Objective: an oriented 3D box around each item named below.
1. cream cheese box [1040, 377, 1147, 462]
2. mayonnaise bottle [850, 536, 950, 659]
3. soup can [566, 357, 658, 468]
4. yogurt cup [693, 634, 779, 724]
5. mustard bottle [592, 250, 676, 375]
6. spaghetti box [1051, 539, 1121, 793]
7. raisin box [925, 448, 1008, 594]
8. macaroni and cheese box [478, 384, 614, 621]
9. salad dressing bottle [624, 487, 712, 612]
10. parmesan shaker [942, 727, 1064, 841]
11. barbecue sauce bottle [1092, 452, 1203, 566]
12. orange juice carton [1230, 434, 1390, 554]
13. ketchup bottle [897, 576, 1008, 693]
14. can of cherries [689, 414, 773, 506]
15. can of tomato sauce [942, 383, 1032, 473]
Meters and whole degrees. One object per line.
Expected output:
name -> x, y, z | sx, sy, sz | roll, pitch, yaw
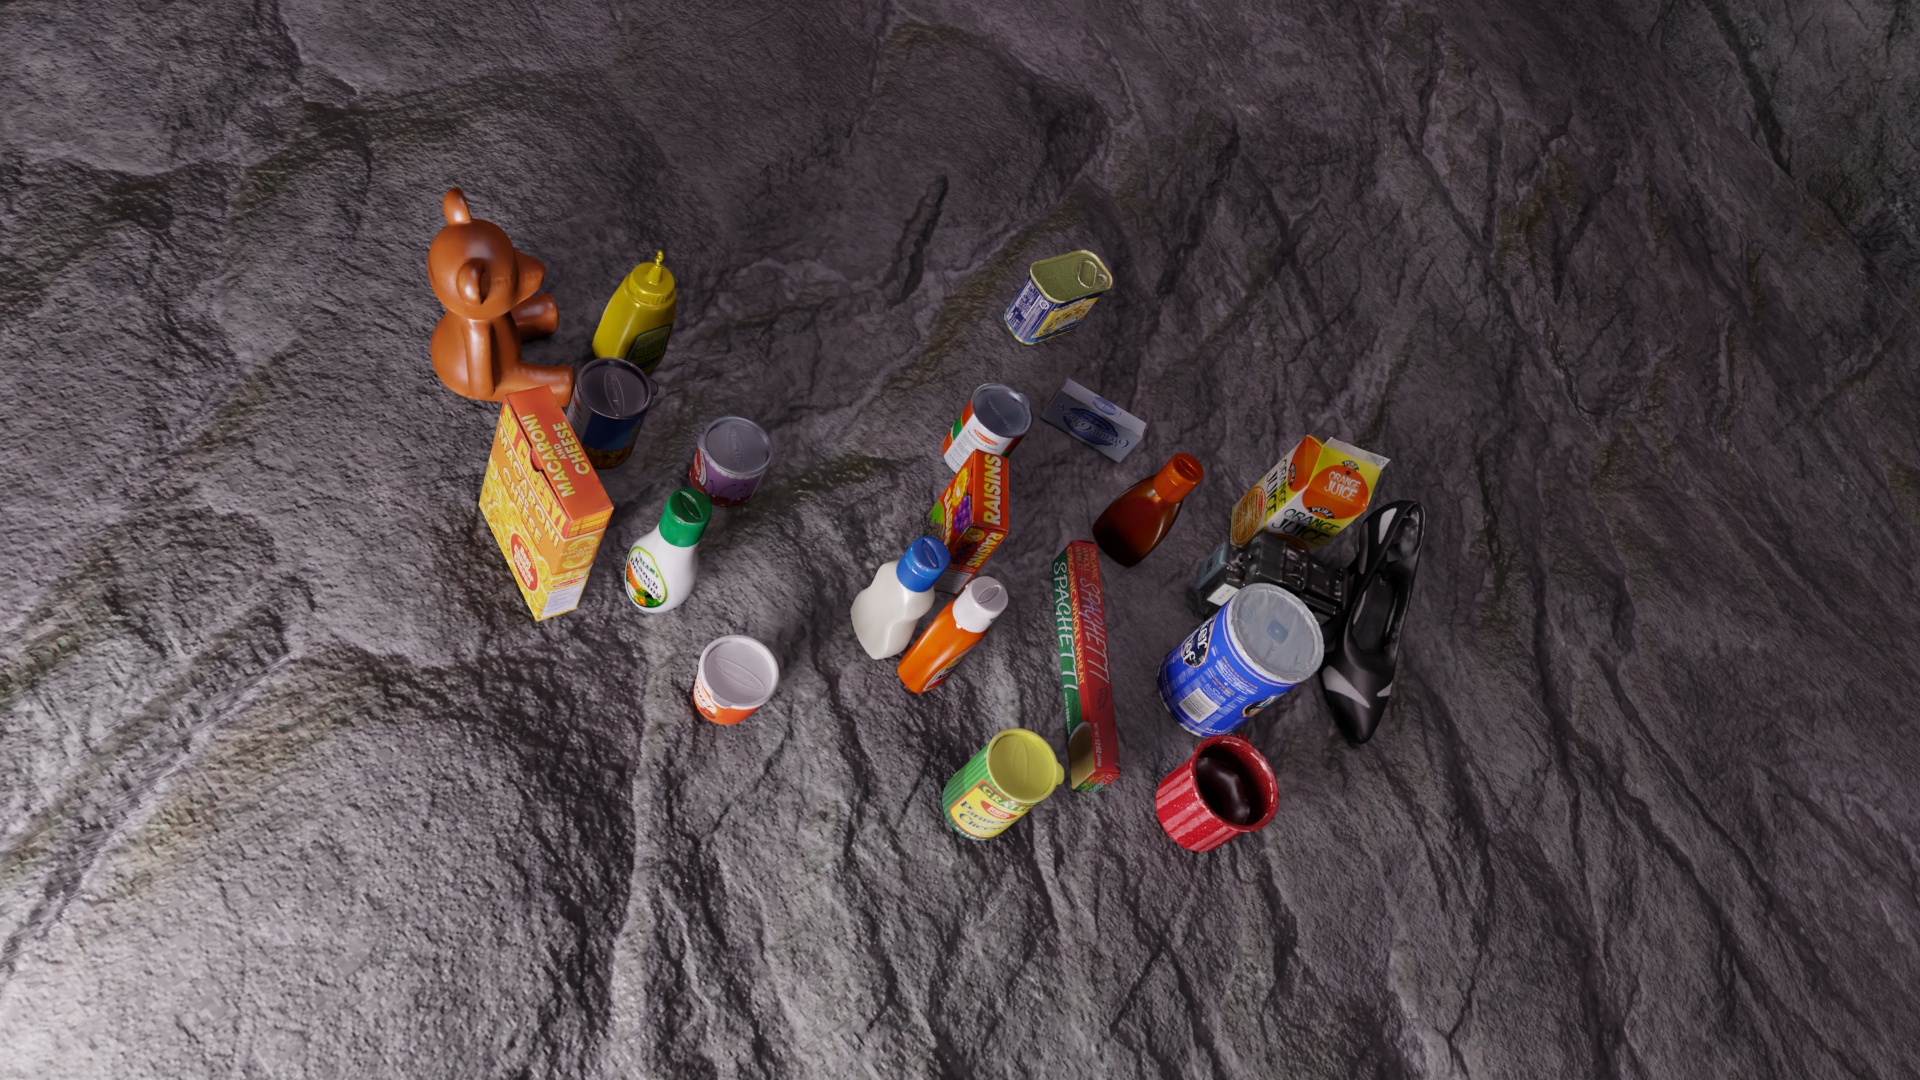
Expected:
cream cheese box -> 0.144, -0.129, 1.499 | 0.104, 0.053, 0.024 | 29, 52, -6
mayonnaise bottle -> -0.052, 0.048, 1.228 | 0.041, 0.147, 0.065 | -13, 67, -32
soup can -> -0.315, -0.113, 1.245 | 0.071, 0.083, 0.072 | 13, 55, -19
yogurt cup -> -0.193, 0.120, 1.173 | 0.072, 0.053, 0.073 | 13, 55, -19
mustard bottle -> -0.292, -0.207, 1.268 | 0.065, 0.159, 0.049 | -29, 76, -37
spaghetti box -> 0.119, 0.115, 1.331 | 0.029, 0.050, 0.251 | 10, 56, -20
raisin box -> 0.005, -0.016, 1.313 | 0.040, 0.122, 0.086 | 14, 55, -18
macaroni and cheese box -> -0.339, -0.027, 1.124 | 0.040, 0.165, 0.124 | -20, 70, -34
salad dressing bottle -> -0.243, 0.008, 1.161 | 0.044, 0.147, 0.064 | -29, 76, -37
parmesan shaker -> 0.035, 0.212, 1.193 | 0.071, 0.102, 0.071 | 13, 55, -19
barbecue sauce bottle -> 0.192, -0.034, 1.400 | 0.065, 0.147, 0.044 | 46, 52, 7
orange juice carton -> 0.364, -0.044, 1.463 | 0.072, 0.191, 0.073 | 20, 53, -13
ketchup bottle -> -0.005, 0.081, 1.229 | 0.043, 0.148, 0.065 | 48, 52, 8
can of cherries -> -0.215, -0.074, 1.284 | 0.071, 0.058, 0.072 | 13, 55, -19
can of tomato sauce -> 0.027, -0.110, 1.411 | 0.071, 0.082, 0.071 | 13, 55, -19
